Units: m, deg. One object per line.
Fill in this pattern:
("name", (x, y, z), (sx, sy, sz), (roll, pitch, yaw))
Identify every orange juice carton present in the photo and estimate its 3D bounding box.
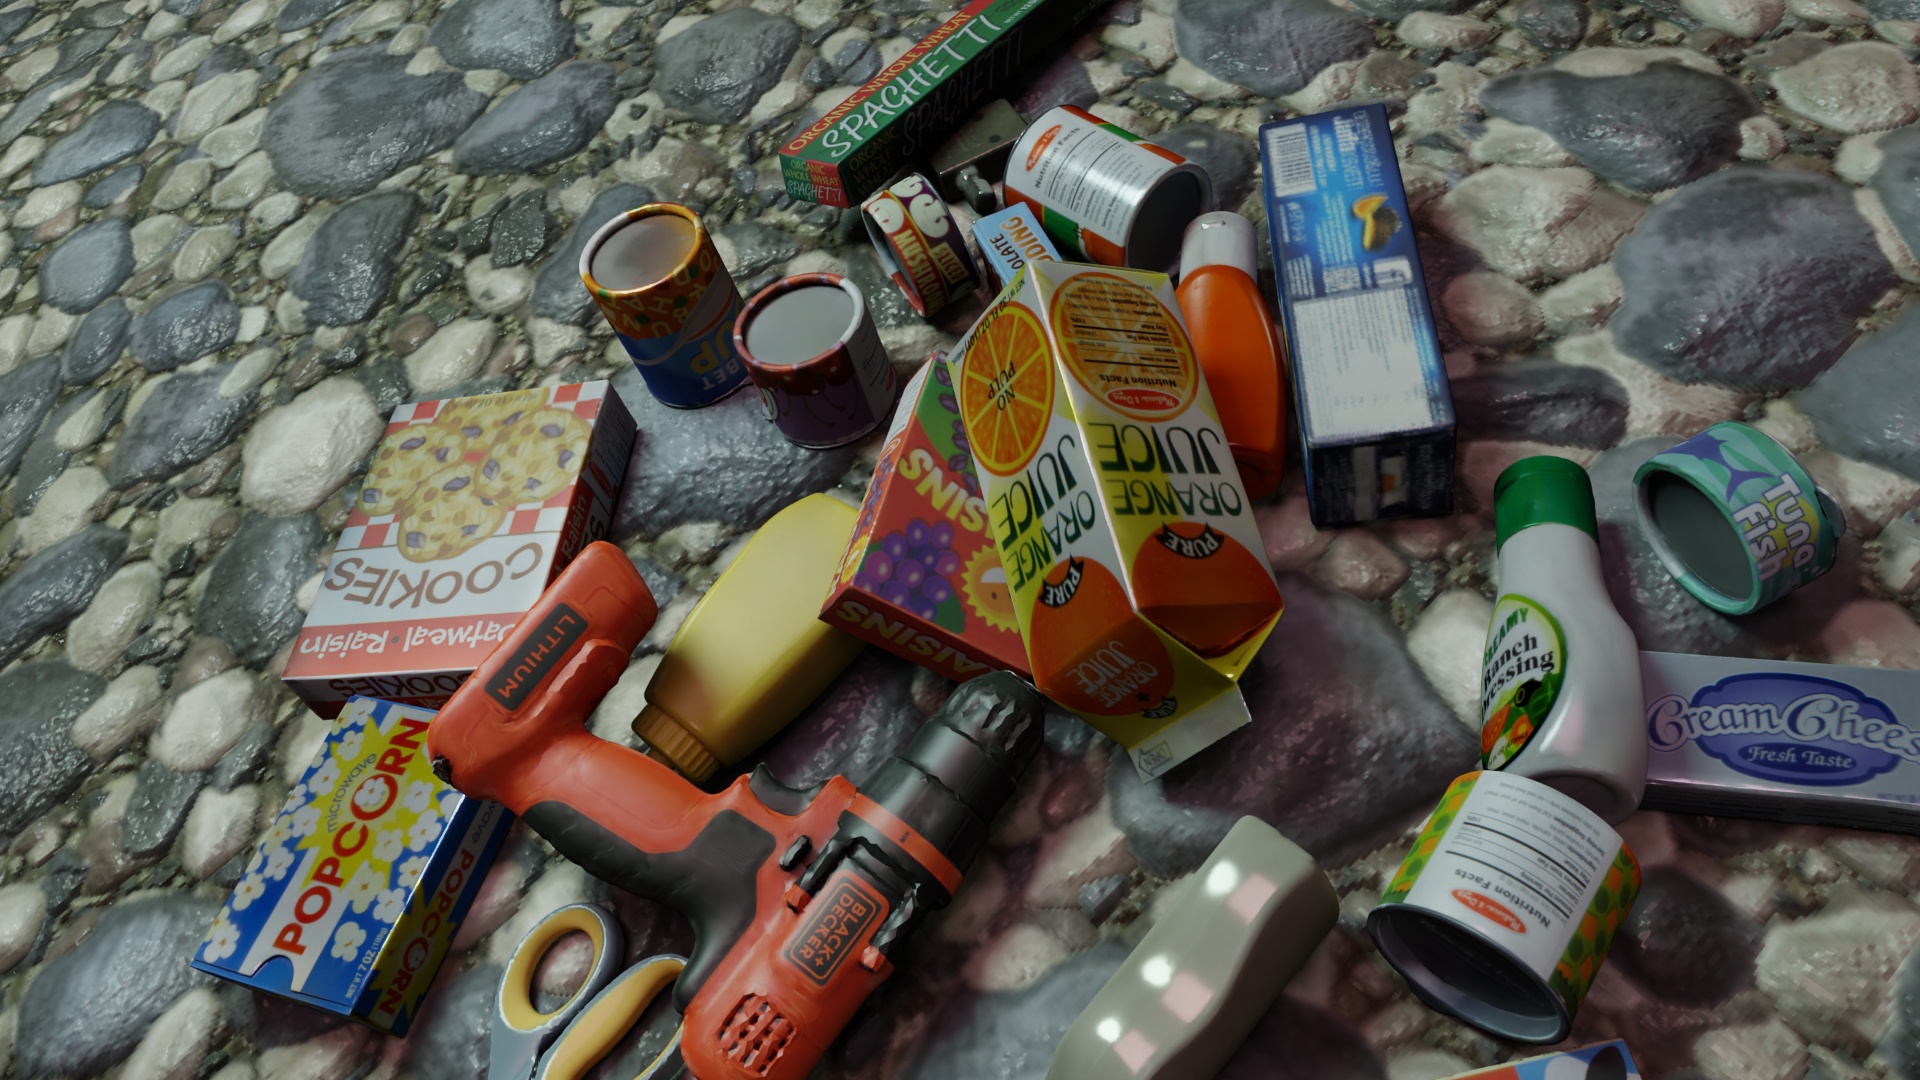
("orange juice carton", (0.062, -0.008, 0.537), (0.073, 0.071, 0.193), (-1, 64, -31))

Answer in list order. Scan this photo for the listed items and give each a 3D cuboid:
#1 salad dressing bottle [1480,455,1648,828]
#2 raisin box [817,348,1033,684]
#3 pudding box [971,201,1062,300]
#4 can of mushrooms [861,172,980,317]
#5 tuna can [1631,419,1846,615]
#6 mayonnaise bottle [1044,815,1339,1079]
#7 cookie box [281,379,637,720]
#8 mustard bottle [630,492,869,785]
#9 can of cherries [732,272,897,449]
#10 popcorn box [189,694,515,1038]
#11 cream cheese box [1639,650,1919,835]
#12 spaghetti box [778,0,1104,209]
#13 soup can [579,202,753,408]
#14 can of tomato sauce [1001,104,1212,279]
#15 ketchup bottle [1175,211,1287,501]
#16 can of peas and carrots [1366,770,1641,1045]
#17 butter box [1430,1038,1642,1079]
("salad dressing bottle", (0.216, 0.033, 0.505), (0.044, 0.064, 0.148), (19, 50, -3))
("raisin box", (0.002, -0.007, 0.582), (0.086, 0.040, 0.124), (27, 57, -14))
("pudding box", (0.036, -0.119, 0.672), (0.030, 0.049, 0.084), (-24, 52, -2))
("can of mushrooms", (-0.019, -0.147, 0.699), (0.033, 0.070, 0.071), (-31, 52, -5))
("tuna can", (0.282, -0.007, 0.505), (0.033, 0.070, 0.071), (-28, 52, -2))
("mayonnaise bottle", (0.064, 0.161, 0.454), (0.148, 0.064, 0.041), (-46, 52, -13))
("cookie box", (-0.236, 0.003, 0.672), (0.123, 0.040, 0.168), (-5, 53, 14))
("mustard bottle", (-0.092, 0.053, 0.586), (0.065, 0.048, 0.161), (31, 69, 27))
("can of cherries", (-0.073, -0.087, 0.676), (0.071, 0.058, 0.072), (-8, 53, 11))
("popcorn box", (-0.245, 0.132, 0.581), (0.085, 0.038, 0.127), (8, 57, 20))
("cream cheese box", (0.283, 0.069, 0.478), (0.104, 0.024, 0.053), (3, 56, 19))
("spaghetti box", (-0.002, -0.266, 0.782), (0.050, 0.028, 0.251), (21, 55, 37))
("soup can", (-0.143, -0.118, 0.704), (0.071, 0.083, 0.072), (-8, 53, 11))
("can of tomato sauce", (0.074, -0.170, 0.690), (0.071, 0.071, 0.083), (-43, 55, -15))
("ketchup bottle", (0.115, -0.086, 0.629), (0.064, 0.043, 0.149), (-4, 54, 19))
("can of peas and carrots", (0.175, 0.118, 0.448), (0.071, 0.070, 0.059), (26, 61, 31))
("butter box", (0.161, 0.192, 0.425), (0.103, 0.024, 0.053), (-15, 52, 5))
